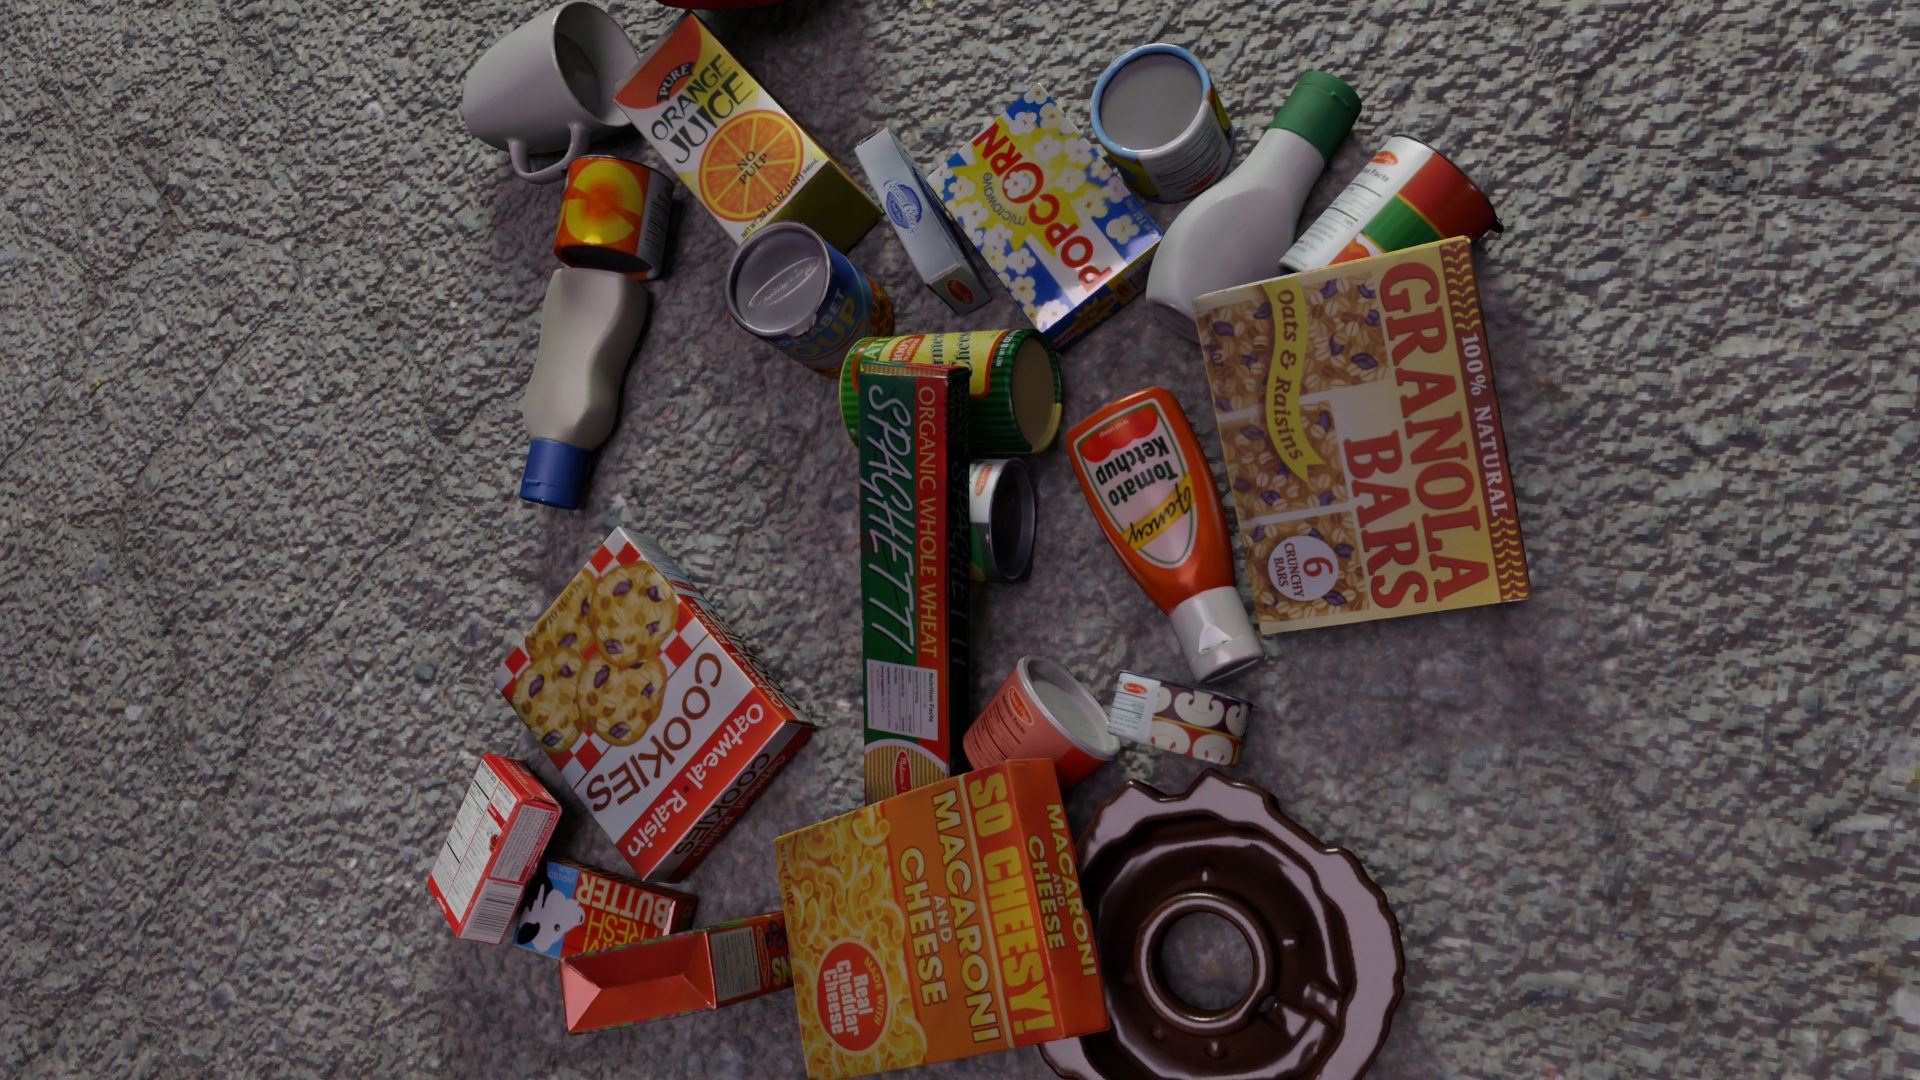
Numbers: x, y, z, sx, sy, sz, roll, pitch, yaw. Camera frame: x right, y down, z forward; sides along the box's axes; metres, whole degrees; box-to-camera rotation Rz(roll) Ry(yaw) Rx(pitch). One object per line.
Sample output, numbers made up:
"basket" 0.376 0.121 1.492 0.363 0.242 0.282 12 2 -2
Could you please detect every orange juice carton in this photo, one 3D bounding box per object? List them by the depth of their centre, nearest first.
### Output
"orange juice carton" -0.140 -0.245 0.841 0.071 0.073 0.193 -44 66 8

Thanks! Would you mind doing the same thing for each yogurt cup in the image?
"yogurt cup" 0.038 0.100 0.700 0.054 0.072 0.072 -47 66 16

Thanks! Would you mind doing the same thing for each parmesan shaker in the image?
"parmesan shaker" -0.003 -0.081 0.749 0.103 0.071 0.071 1 79 29

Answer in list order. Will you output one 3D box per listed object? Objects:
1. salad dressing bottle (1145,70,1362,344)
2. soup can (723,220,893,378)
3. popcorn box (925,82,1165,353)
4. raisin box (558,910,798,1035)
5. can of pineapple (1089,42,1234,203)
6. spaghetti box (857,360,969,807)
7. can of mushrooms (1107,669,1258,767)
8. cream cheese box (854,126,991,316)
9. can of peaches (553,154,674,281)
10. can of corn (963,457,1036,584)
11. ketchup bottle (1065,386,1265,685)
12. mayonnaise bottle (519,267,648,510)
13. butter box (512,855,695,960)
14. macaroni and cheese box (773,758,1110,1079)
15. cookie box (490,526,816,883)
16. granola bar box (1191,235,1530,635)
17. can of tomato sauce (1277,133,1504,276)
"salad dressing bottle" 0.154 -0.172 0.718 0.064 0.044 0.147 35 86 -14
"soup can" -0.083 -0.132 0.787 0.071 0.083 0.071 -5 78 22
"popcorn box" 0.050 -0.178 0.768 0.085 0.038 0.127 -38 68 12
"raisin box" -0.131 0.217 0.709 0.086 0.123 0.040 -17 75 18
"can of pineapple" 0.107 -0.224 0.745 0.071 0.058 0.071 -5 77 21
"spaghetti box" -0.023 0.033 0.704 0.050 0.029 0.249 6 106 23
"can of mushrooms" 0.108 0.087 0.674 0.071 0.071 0.033 12 84 24
"cream cheese box" -0.021 -0.180 0.790 0.024 0.053 0.104 -31 69 12
"can of peaches" -0.218 -0.200 0.866 0.071 0.071 0.058 3 81 23
"can of corn" 0.003 -0.009 0.738 0.058 0.071 0.071 2 80 23
"ketchup bottle" 0.107 -0.001 0.701 0.064 0.043 0.149 -28 67 17
"mayonnaise bottle" -0.241 -0.094 0.867 0.065 0.041 0.148 9 83 25
"butter box" -0.203 0.217 0.793 0.103 0.024 0.053 8 83 24
"macaroni and cheese box" -0.014 0.184 0.666 0.166 0.040 0.124 -26 67 37
"cookie box" -0.179 0.093 0.802 0.123 0.040 0.168 -48 65 6
"granola bar box" 0.187 -0.047 0.648 0.124 0.039 0.165 -10 101 19
"can of tomato sauce" 0.210 -0.144 0.682 0.083 0.071 0.071 -48 66 7
